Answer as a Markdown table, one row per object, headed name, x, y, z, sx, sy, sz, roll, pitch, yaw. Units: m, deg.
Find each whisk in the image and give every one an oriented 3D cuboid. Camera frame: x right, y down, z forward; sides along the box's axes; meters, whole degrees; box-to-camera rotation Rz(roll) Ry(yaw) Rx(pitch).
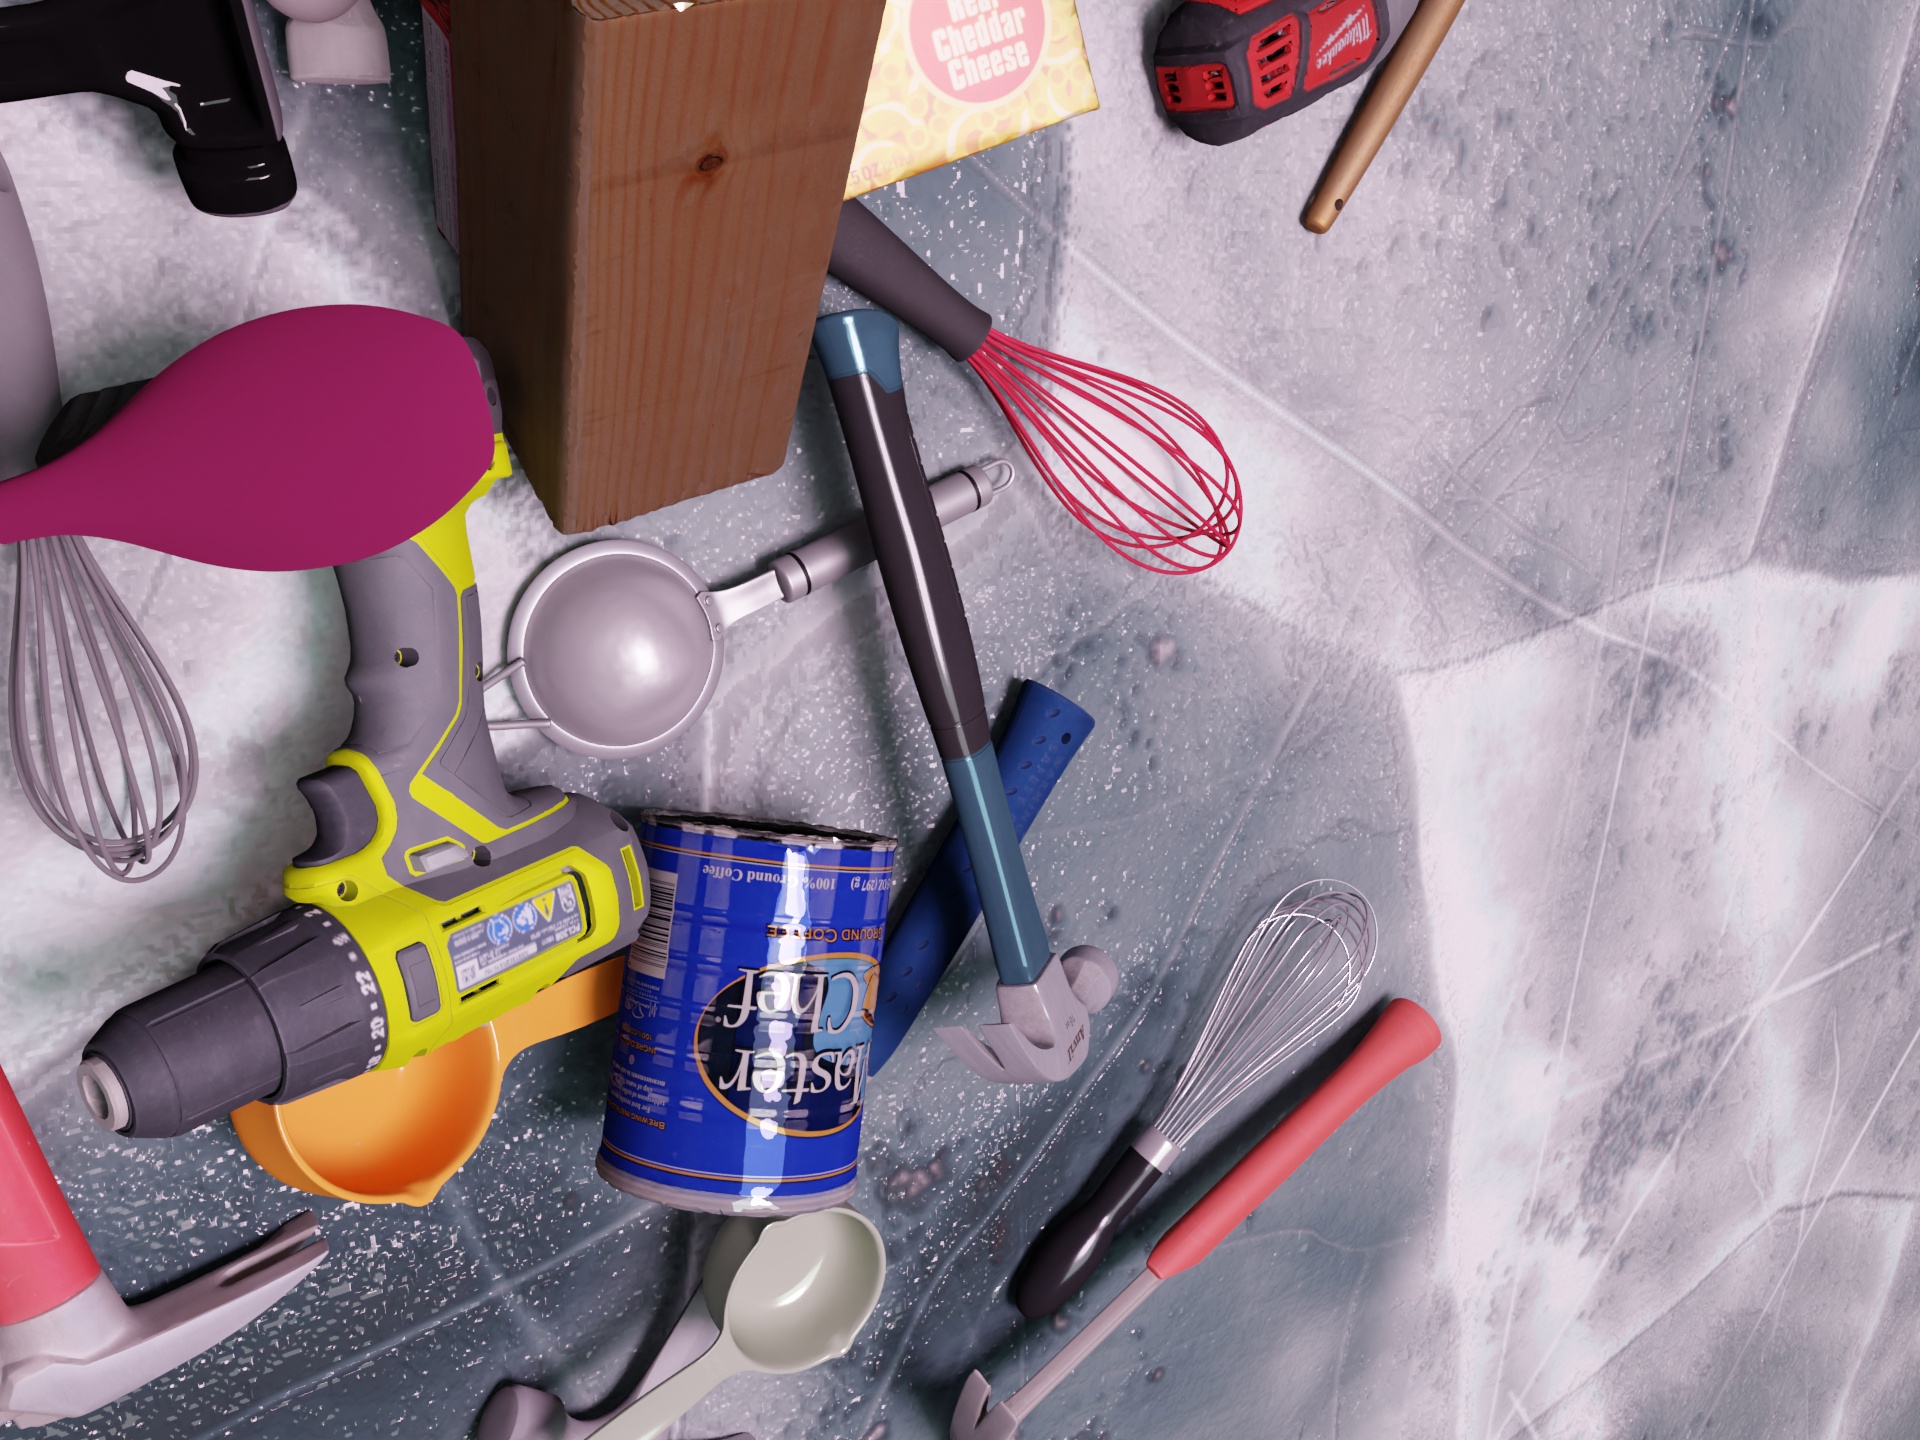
| name | x | y | z | sx | sy | sz | roll | pitch | yaw |
| --- | --- | --- | --- | --- | --- | --- | --- | --- | --- |
| whisk | -0.283 | -0.063 | 0.497 | 0.055 | 0.055 | 0.239 | -14 | 107 | -30 |
| whisk | 0.124 | 0.201 | 0.840 | 0.284 | 0.070 | 0.070 | -50 | 125 | -5 |
| whisk | 0.019 | -0.149 | 0.667 | 0.295 | 0.073 | 0.073 | 32 | 85 | -30 |

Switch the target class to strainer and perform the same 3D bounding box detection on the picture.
| name | x | y | z | sx | sy | sz | roll | pitch | yaw |
| --- | --- | --- | --- | --- | --- | --- | --- | --- | --- |
| strainer | -0.076 | -0.055 | 0.640 | 0.258 | 0.050 | 0.086 | -30 | 114 | -27 |

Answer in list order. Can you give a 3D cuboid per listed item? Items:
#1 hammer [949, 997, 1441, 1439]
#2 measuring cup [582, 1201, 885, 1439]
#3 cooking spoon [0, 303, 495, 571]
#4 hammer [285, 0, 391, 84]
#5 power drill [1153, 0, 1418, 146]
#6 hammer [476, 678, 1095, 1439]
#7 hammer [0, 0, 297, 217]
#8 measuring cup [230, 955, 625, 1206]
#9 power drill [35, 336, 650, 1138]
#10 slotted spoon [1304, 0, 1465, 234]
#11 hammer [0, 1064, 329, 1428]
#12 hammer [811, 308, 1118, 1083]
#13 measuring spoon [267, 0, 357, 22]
| name | x | y | z | sx | sy | sz | roll | pitch | yaw |
| --- | --- | --- | --- | --- | --- | --- | --- | --- | --- |
| hammer | 0.136 | 0.262 | 0.848 | 0.359 | 0.037 | 0.149 | -35 | 153 | -25 |
| measuring cup | -0.109 | 0.260 | 0.667 | 0.167 | 0.038 | 0.083 | -34 | 120 | -19 |
| cooking spoon | -0.281 | -0.047 | 0.420 | 0.319 | 0.017 | 0.068 | -15 | 96 | -1 |
| hammer | -0.077 | -0.296 | 0.572 | 0.331 | 0.031 | 0.130 | -13 | 111 | -31 |
| power drill | 0.130 | -0.370 | 0.663 | 0.143 | 0.079 | 0.219 | -33 | 122 | -22 |
| hammer | -0.052 | 0.167 | 0.723 | 0.144 | 0.035 | 0.405 | 34 | 84 | -35 |
| hammer | -0.349 | -0.155 | 0.385 | 0.337 | 0.034 | 0.127 | -17 | 146 | -17 |
| measuring cup | -0.193 | 0.121 | 0.609 | 0.173 | 0.052 | 0.095 | -17 | 96 | -52 |
| power drill | -0.203 | 0.004 | 0.507 | 0.190 | 0.080 | 0.228 | -25 | 110 | -49 |
| slotted spoon | 0.246 | -0.373 | 0.768 | 0.070 | 0.031 | 0.314 | 31 | 88 | -39 |
| hammer | -0.331 | 0.058 | 0.502 | 0.143 | 0.038 | 0.386 | -24 | 116 | -28 |
| hammer | -0.001 | -0.002 | 0.646 | 0.128 | 0.033 | 0.331 | -44 | 122 | -61 |
| measuring spoon | -0.158 | -0.239 | 0.502 | 0.124 | 0.018 | 0.034 | -14 | 112 | -31 |
